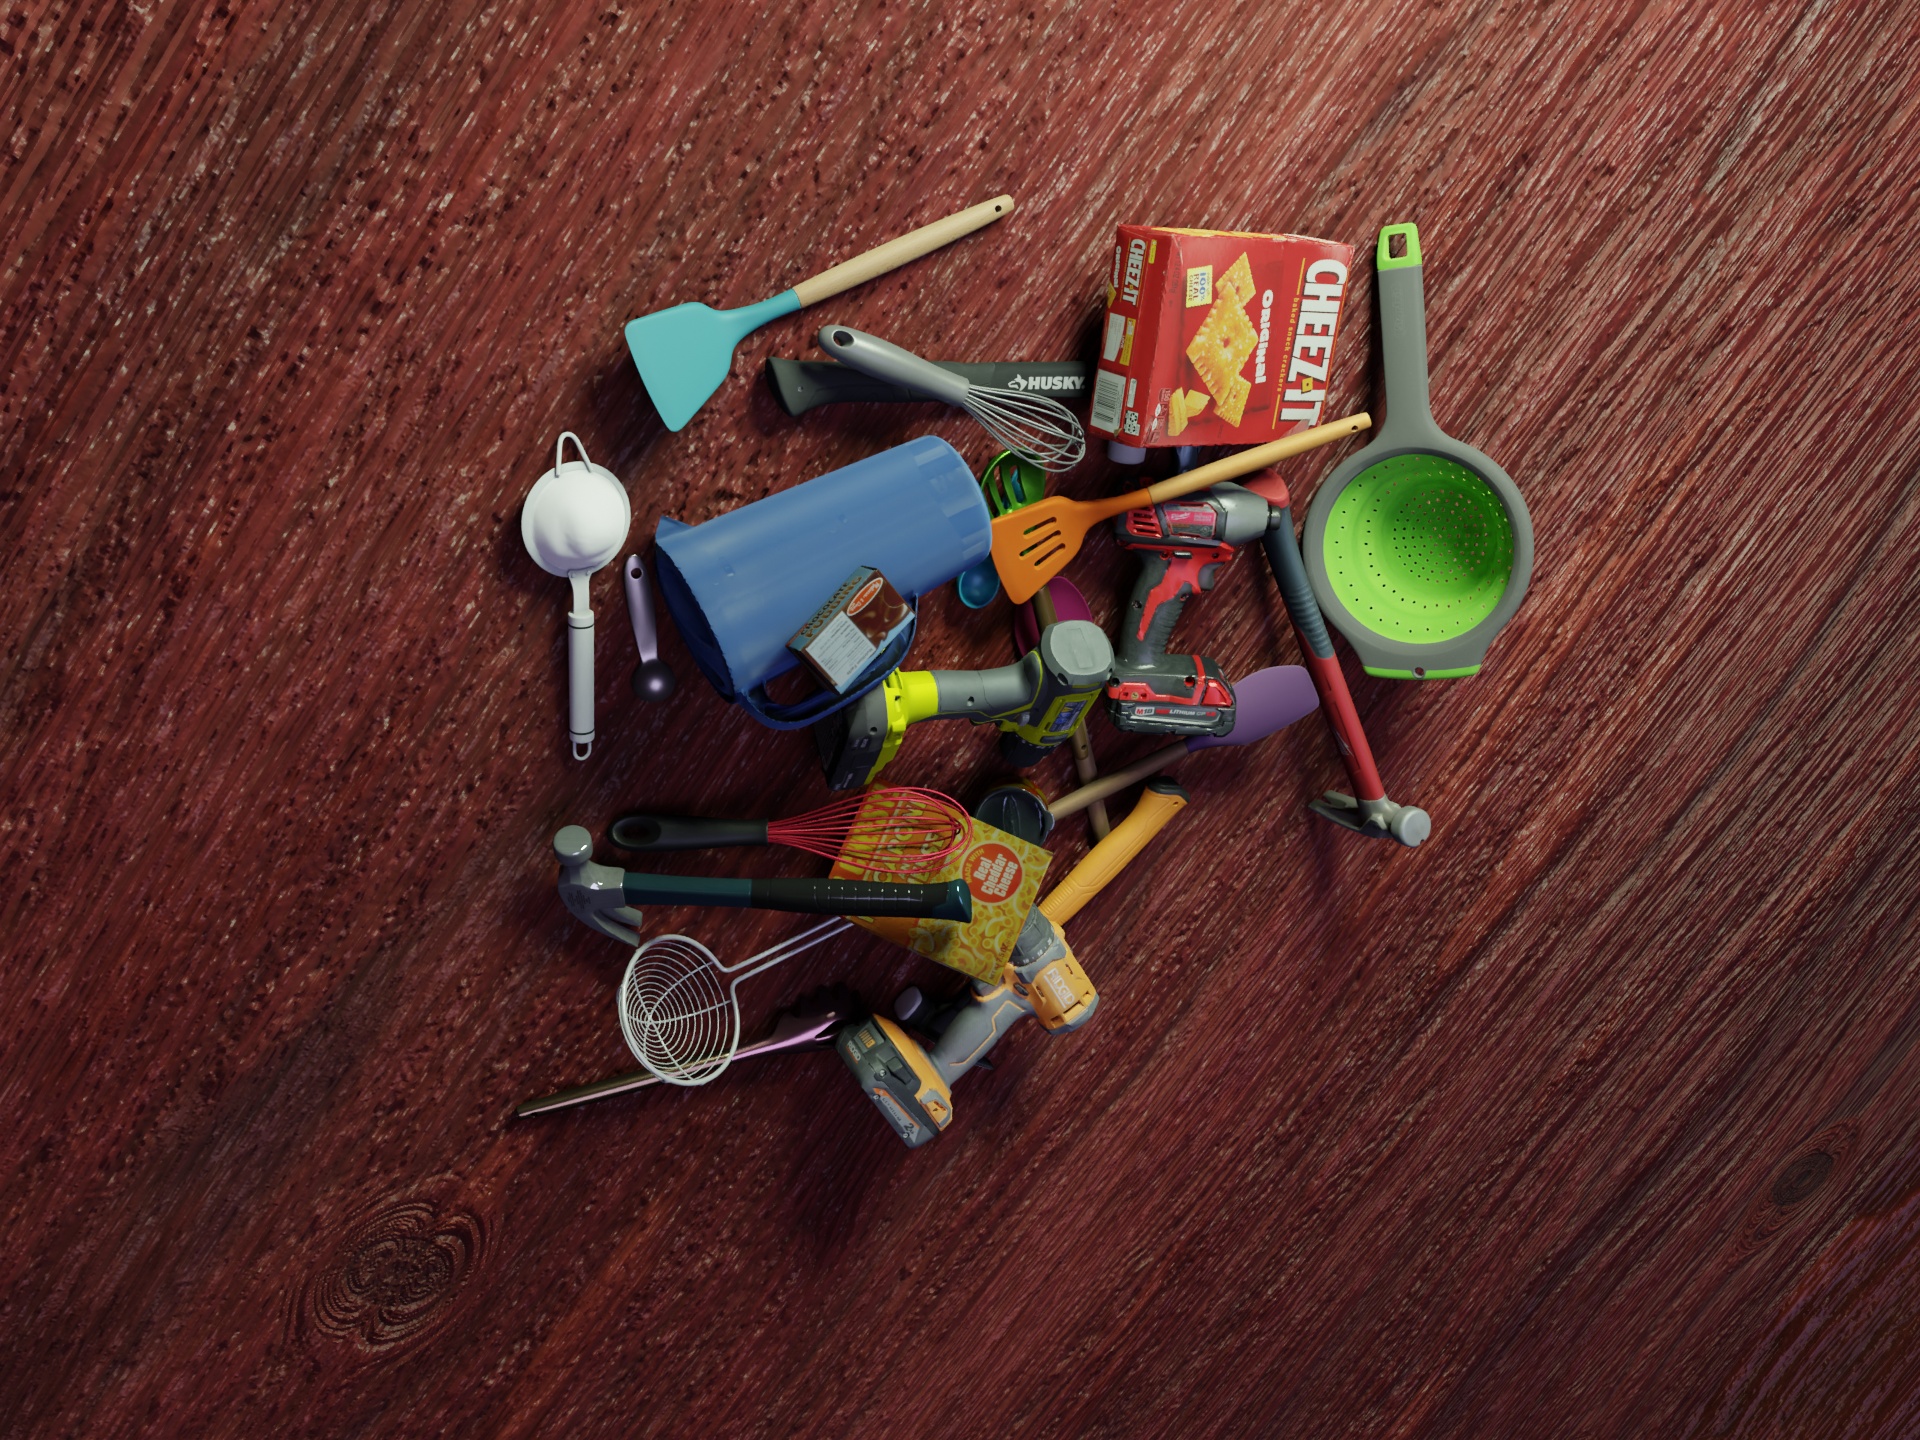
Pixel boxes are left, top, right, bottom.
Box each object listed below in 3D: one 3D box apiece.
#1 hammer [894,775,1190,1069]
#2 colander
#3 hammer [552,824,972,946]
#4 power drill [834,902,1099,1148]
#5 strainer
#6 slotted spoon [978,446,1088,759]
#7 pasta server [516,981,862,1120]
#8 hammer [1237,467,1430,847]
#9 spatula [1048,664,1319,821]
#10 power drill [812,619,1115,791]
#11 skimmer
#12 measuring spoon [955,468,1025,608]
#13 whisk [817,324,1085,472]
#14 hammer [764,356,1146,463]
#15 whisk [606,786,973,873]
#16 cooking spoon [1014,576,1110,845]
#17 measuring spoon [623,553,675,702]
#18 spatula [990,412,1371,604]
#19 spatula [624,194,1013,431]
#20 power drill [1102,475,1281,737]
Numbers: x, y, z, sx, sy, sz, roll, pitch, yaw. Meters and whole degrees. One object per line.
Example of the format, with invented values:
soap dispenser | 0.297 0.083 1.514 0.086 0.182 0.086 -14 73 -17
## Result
hammer | 0.093 0.185 1.494 0.337 0.034 0.127 -46 125 6
colander | 0.414 -0.239 1.426 0.094 0.204 0.397 -25 112 -55
hammer | -0.154 0.139 1.277 0.331 0.033 0.128 3 140 -4
power drill | 0.001 0.254 1.424 0.226 0.084 0.185 -36 125 -9
strainer | -0.280 -0.083 1.182 0.087 0.050 0.258 -16 125 -37
slotted spoon | 0.069 -0.092 1.345 0.070 0.031 0.313 -32 126 -21
pasta server | -0.232 0.299 1.406 0.316 0.040 0.060 -12 119 -17
hammer | 0.327 -0.057 1.485 0.038 0.143 0.386 -33 114 -18
spatula | 0.182 0.033 1.454 0.316 0.018 0.059 -27 101 -3
power drill | -0.002 -0.004 1.311 0.228 0.080 0.190 -7 155 -19
skimmer | -0.121 0.188 1.366 0.363 0.090 0.127 -25 92 -17
measuring spoon | 0.027 -0.156 1.320 0.042 0.021 0.128 19 95 -40
whisk | -0.002 -0.244 1.199 0.238 0.055 0.055 18 105 -28
hammer | 0.009 -0.270 1.239 0.334 0.035 0.146 -6 117 -25
whisk | -0.137 0.090 1.291 0.296 0.073 0.073 0 116 -5
cooking spoon | 0.106 0.010 1.438 0.069 0.017 0.318 -18 122 -4
measuring spoon | -0.241 -0.068 1.220 0.034 0.018 0.124 -15 119 -20
spatula | 0.178 -0.185 1.285 0.322 0.041 0.081 -19 123 4
spatula | -0.093 -0.315 1.158 0.317 0.044 0.082 -29 118 -13
power drill | 0.195 -0.101 1.372 0.143 0.079 0.219 2 113 -1
